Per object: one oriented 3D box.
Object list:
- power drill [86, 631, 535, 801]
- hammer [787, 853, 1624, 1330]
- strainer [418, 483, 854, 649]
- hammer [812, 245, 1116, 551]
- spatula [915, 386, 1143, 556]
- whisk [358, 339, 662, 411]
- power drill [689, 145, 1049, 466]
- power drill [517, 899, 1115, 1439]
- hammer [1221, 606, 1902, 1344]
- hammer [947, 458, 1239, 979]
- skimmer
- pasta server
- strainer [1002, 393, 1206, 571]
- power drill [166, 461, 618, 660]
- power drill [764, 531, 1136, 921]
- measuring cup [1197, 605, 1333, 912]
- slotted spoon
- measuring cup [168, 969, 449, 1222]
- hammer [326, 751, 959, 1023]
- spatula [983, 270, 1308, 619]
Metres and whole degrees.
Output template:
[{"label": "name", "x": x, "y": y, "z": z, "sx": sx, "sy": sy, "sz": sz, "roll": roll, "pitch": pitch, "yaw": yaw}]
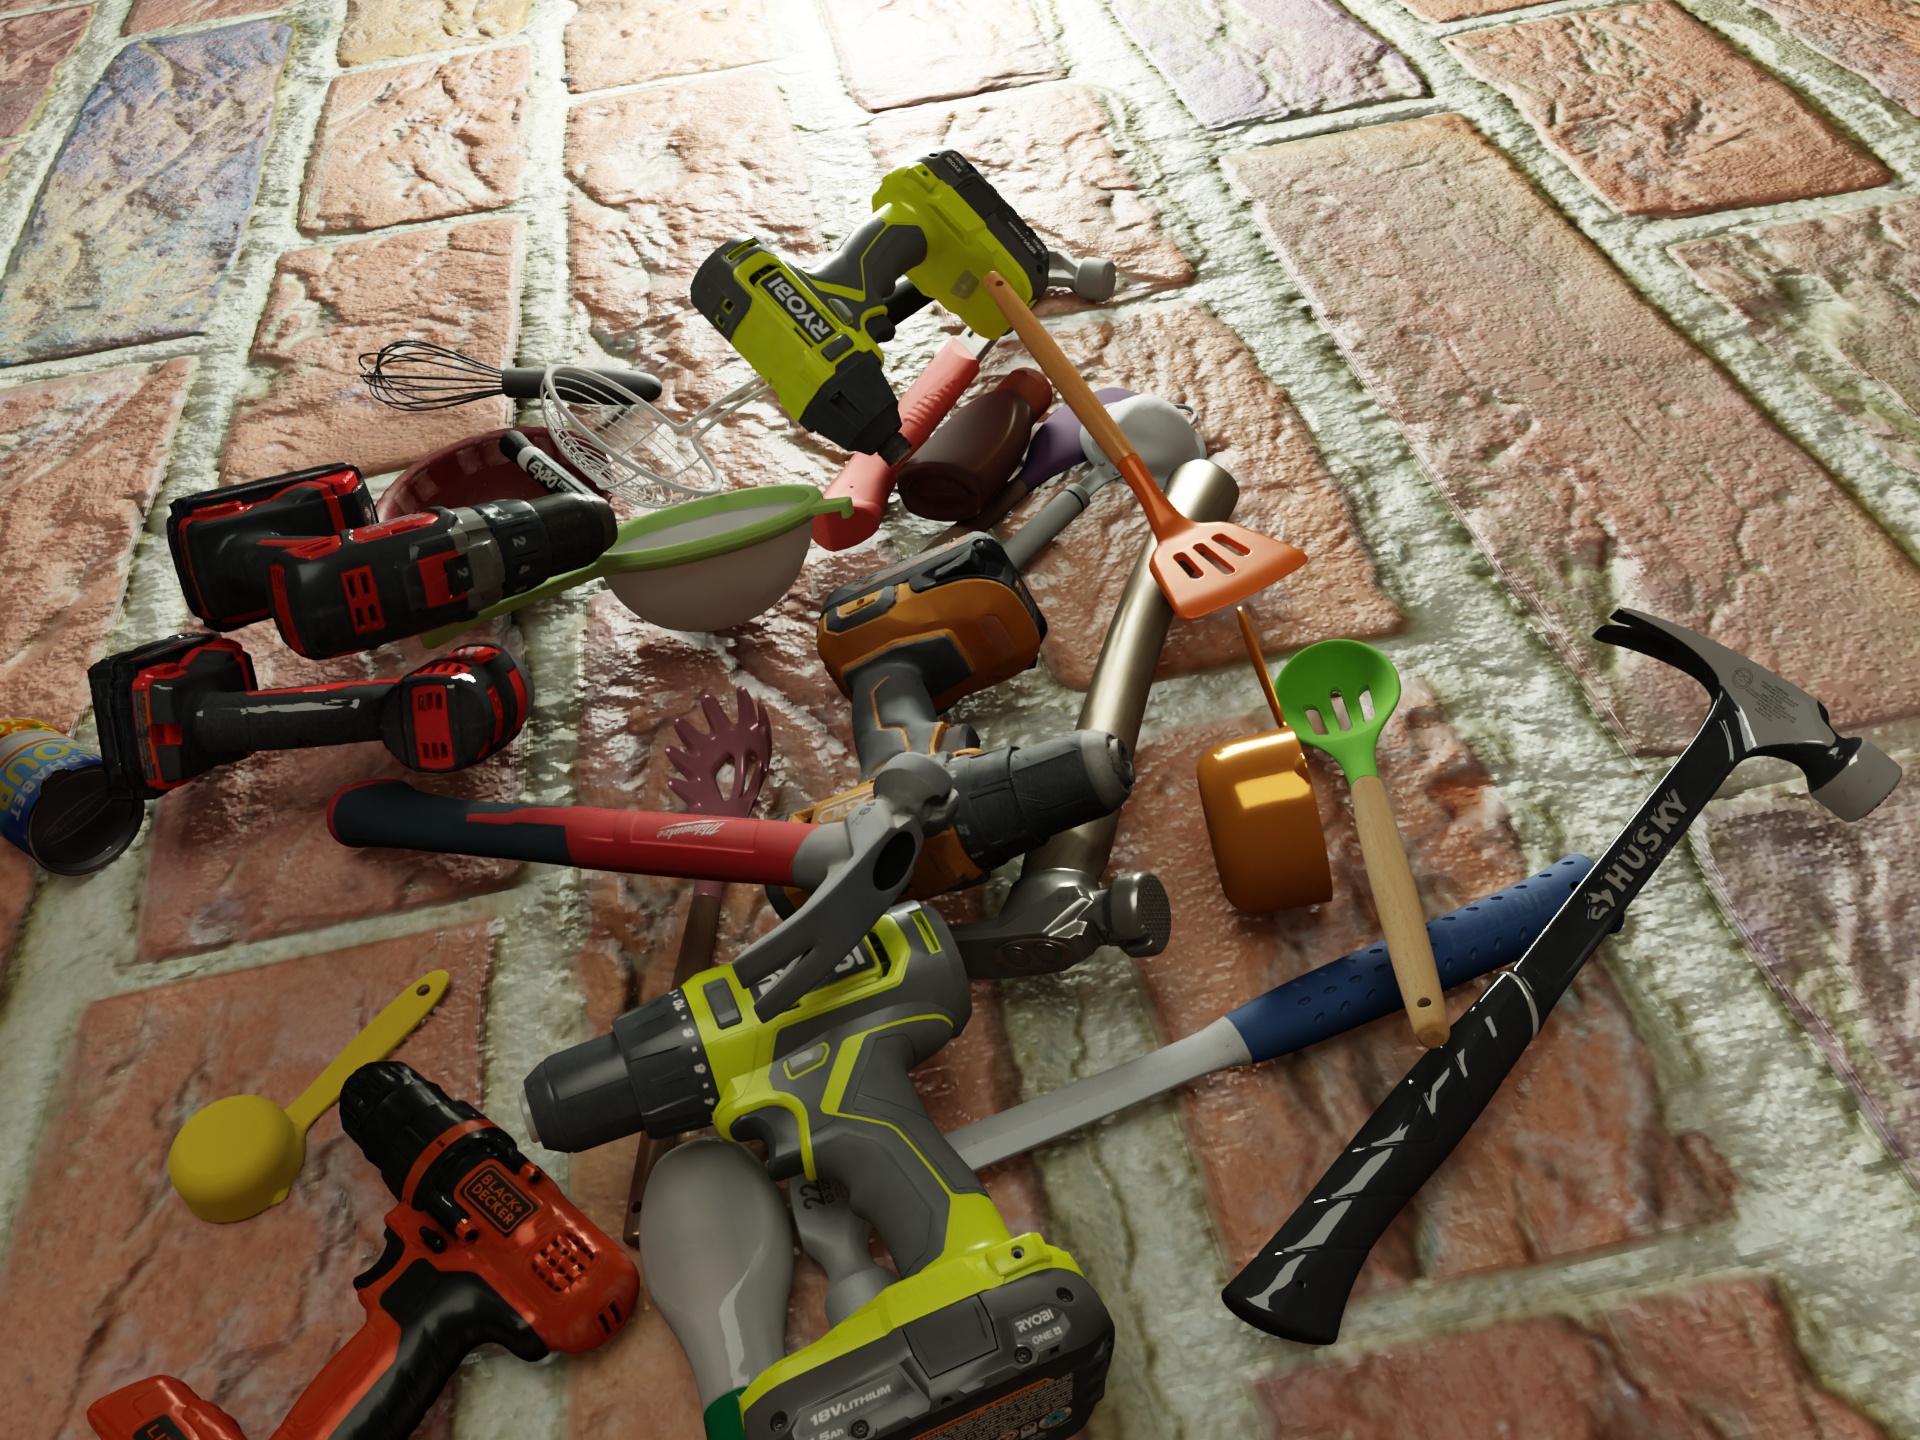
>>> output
[{"label": "power drill", "x": -0.356, "y": -0.009, "z": 0.904, "sx": 0.219, "sy": 0.078, "sz": 0.143, "roll": -2, "pitch": 13, "yaw": 2}, {"label": "hammer", "x": 0.114, "y": 0.144, "z": 0.724, "sx": 0.405, "sy": 0.035, "sz": 0.144, "roll": -20, "pitch": 46, "yaw": -11}, {"label": "strainer", "x": -0.190, "y": -0.072, "z": 0.943, "sx": 0.256, "sy": 0.069, "sz": 0.152, "roll": -26, "pitch": 23, "yaw": -30}, {"label": "hammer", "x": -0.021, "y": -0.244, "z": 1.137, "sx": 0.149, "sy": 0.036, "sz": 0.359, "roll": 14, "pitch": 49, "yaw": 22}, {"label": "spatula", "x": 0.021, "y": -0.140, "z": 1.038, "sx": 0.060, "sy": 0.018, "sz": 0.316, "roll": 23, "pitch": 51, "yaw": 32}, {"label": "whisk", "x": -0.339, "y": -0.256, "z": 1.194, "sx": 0.239, "sy": 0.055, "sz": 0.055, "roll": 4, "pitch": 46, "yaw": 8}, {"label": "power drill", "x": -0.047, "y": -0.276, "z": 1.059, "sx": 0.171, "sy": 0.080, "sz": 0.223, "roll": 46, "pitch": 55, "yaw": -1}, {"label": "power drill", "x": -0.060, "y": 0.186, "z": 0.625, "sx": 0.190, "sy": 0.080, "sz": 0.229, "roll": -18, "pitch": 46, "yaw": -15}, {"label": "hammer", "x": 0.253, "y": 0.108, "z": 0.702, "sx": 0.149, "sy": 0.036, "sz": 0.409, "roll": 42, "pitch": 68, "yaw": 13}, {"label": "hammer", "x": 0.082, "y": -0.021, "z": 0.883, "sx": 0.146, "sy": 0.038, "sz": 0.411, "roll": -11, "pitch": 35, "yaw": 30}, {"label": "skimmer", "x": -0.119, "y": -0.251, "z": 1.068, "sx": 0.127, "sy": 0.090, "sz": 0.363, "roll": 43, "pitch": 58, "yaw": 12}, {"label": "pasta server", "x": -0.136, "y": 0.109, "z": 0.798, "sx": 0.060, "sy": 0.040, "sz": 0.317, "roll": -11, "pitch": 44, "yaw": 15}, {"label": "strainer", "x": 0.080, "y": -0.148, "z": 1.025, "sx": 0.087, "sy": 0.050, "sz": 0.258, "roll": 36, "pitch": 62, "yaw": 19}, {"label": "power drill", "x": -0.320, "y": -0.096, "z": 0.890, "sx": 0.188, "sy": 0.080, "sz": 0.227, "roll": -24, "pitch": 25, "yaw": -39}, {"label": "power drill", "x": -0.001, "y": -0.003, "z": 0.816, "sx": 0.185, "sy": 0.084, "sz": 0.226, "roll": -20, "pitch": 35, "yaw": 20}, {"label": "measuring cup", "x": 0.140, "y": 0.016, "z": 0.800, "sx": 0.052, "sy": 0.095, "sz": 0.174, "roll": -14, "pitch": 55, "yaw": 6}, {"label": "slotted spoon", "x": 0.197, "y": 0.048, "z": 0.766, "sx": 0.070, "sy": 0.031, "sz": 0.314, "roll": -18, "pitch": 27, "yaw": 14}, {"label": "measuring cup", "x": -0.311, "y": 0.171, "z": 0.767, "sx": 0.062, "sy": 0.029, "sz": 0.156, "roll": 24, "pitch": 55, "yaw": 29}, {"label": "hammer", "x": -0.192, "y": 0.065, "z": 0.764, "sx": 0.386, "sy": 0.038, "sz": 0.143, "roll": 1, "pitch": 34, "yaw": 35}, {"label": "spatula", "x": 0.090, "y": -0.177, "z": 0.960, "sx": 0.081, "sy": 0.041, "sz": 0.323, "roll": -26, "pitch": 59, "yaw": -8}]
